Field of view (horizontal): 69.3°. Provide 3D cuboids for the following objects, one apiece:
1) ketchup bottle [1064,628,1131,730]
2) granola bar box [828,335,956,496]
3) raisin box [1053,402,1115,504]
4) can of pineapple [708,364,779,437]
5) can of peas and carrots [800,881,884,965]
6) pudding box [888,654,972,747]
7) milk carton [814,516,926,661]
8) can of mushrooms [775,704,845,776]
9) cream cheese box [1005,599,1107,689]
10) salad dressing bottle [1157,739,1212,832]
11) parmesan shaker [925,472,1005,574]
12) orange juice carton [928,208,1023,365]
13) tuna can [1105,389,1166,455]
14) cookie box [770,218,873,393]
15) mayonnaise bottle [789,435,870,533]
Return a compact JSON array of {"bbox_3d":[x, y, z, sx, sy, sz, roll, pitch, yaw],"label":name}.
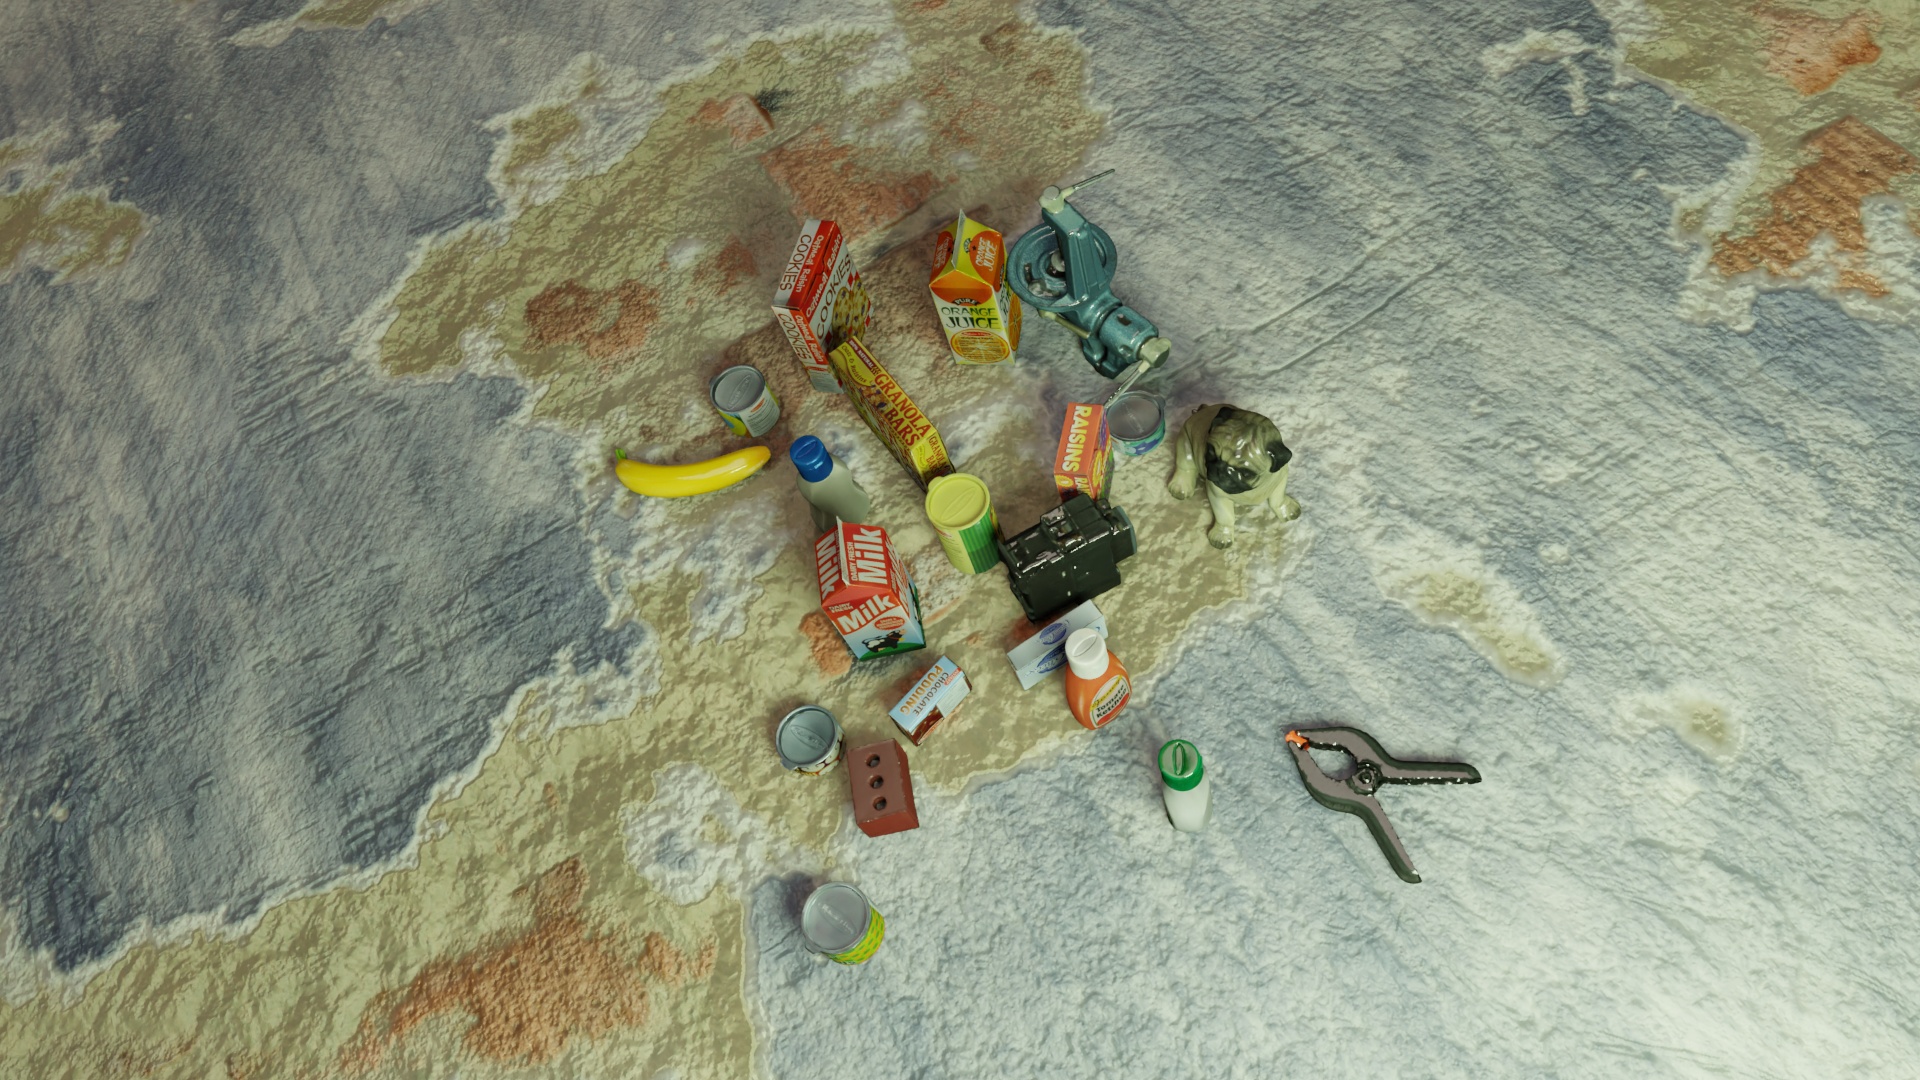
[{"bbox_3d":[0.126,0.128,1.312,0.065,0.148,0.043,-42,62,-10],"label":"ketchup bottle"},{"bbox_3d":[-0.070,-0.129,1.508,0.039,0.123,0.166,-36,61,-7],"label":"granola bar box"},{"bbox_3d":[0.129,-0.074,1.433,0.040,0.123,0.086,7,65,16],"label":"raisin box"},{"bbox_3d":[-0.249,-0.161,1.604,0.071,0.057,0.071,-5,62,10],"label":"can of pineapple"},{"bbox_3d":[-0.110,0.359,1.293,0.071,0.058,0.071,-5,62,10],"label":"can of peas and carrots"},{"bbox_3d":[-0.029,0.160,1.386,0.030,0.049,0.084,37,76,27],"label":"pudding box"},{"bbox_3d":[-0.093,0.048,1.380,0.073,0.189,0.072,-13,61,6],"label":"milk carton"},{"bbox_3d":[-0.152,0.204,1.400,0.071,0.033,0.071,-5,61,10],"label":"can of mushrooms"},{"bbox_3d":[0.097,0.104,1.385,0.104,0.053,0.024,-33,60,-5],"label":"cream cheese box"},{"bbox_3d":[0.201,0.218,1.246,0.044,0.147,0.064,-2,62,12],"label":"salad dressing bottle"},{"bbox_3d":[0.005,-0.018,1.443,0.071,0.102,0.071,-5,62,10],"label":"parmesan shaker"},{"bbox_3d":[0.015,-0.275,1.527,0.073,0.192,0.072,3,64,15],"label":"orange juice carton"},{"bbox_3d":[0.190,-0.128,1.500,0.071,0.032,0.071,-5,61,10],"label":"tuna can"},{"bbox_3d":[-0.152,-0.263,1.573,0.040,0.166,0.123,9,65,17],"label":"cookie box"},{"bbox_3d":[-0.142,-0.060,1.473,0.065,0.147,0.041,-39,61,-9],"label":"mayonnaise bottle"}]
